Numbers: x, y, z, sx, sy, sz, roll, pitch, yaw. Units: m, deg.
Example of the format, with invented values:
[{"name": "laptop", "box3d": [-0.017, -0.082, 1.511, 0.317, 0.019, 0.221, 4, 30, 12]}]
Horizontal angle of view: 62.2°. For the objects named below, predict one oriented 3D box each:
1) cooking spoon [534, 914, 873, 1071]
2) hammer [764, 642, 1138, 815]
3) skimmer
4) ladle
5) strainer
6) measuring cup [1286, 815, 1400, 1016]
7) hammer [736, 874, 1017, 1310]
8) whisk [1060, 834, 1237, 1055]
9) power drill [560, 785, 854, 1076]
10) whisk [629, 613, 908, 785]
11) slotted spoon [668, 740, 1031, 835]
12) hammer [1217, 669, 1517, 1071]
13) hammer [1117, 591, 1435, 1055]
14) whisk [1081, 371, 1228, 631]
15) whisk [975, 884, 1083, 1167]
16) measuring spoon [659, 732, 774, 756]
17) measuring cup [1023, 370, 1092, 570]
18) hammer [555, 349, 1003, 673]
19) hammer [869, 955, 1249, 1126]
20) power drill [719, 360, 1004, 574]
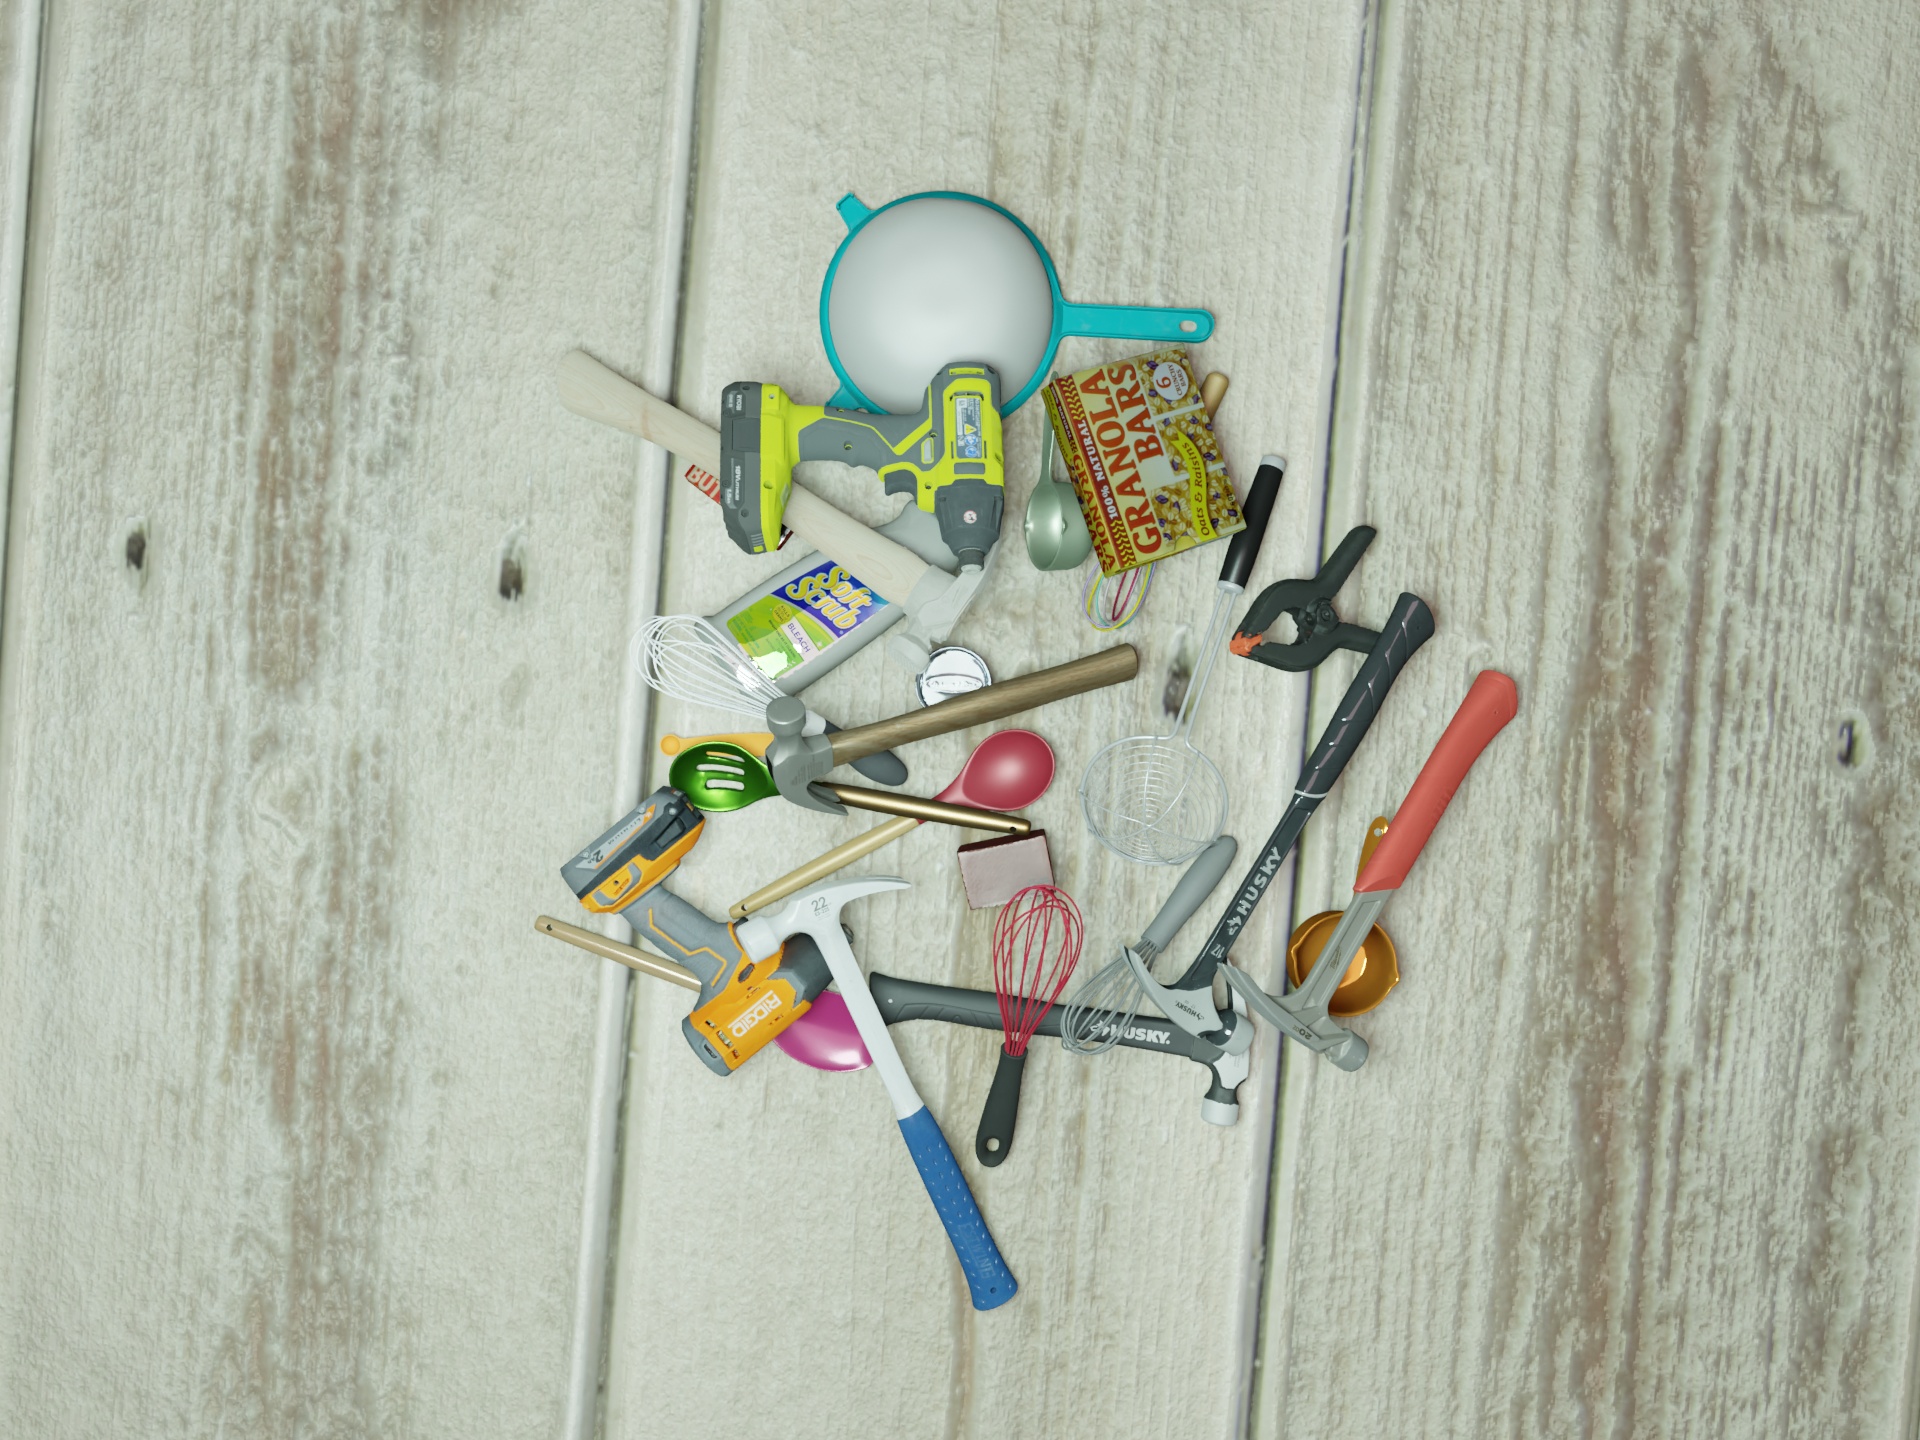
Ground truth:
[{"name": "cooking spoon", "box3d": [-0.221, 0.231, 1.390, 0.319, 0.017, 0.069, 21, 91, 0]}, {"name": "hammer", "box3d": [-0.002, -0.004, 1.320, 0.331, 0.130, 0.031, -17, 48, -18]}, {"name": "skimmer", "box3d": [0.208, -0.052, 1.373, 0.127, 0.090, 0.363, 20, 81, 4]}, {"name": "ladle", "box3d": [-0.061, 0.097, 1.381, 0.315, 0.031, 0.069, -28, 84, 3]}, {"name": "strainer", "box3d": [0.046, -0.347, 1.335, 0.340, 0.095, 0.211, 3, 91, 2]}, {"name": "measuring cup", "box3d": [0.335, 0.166, 1.366, 0.095, 0.052, 0.173, 15, 87, -1]}, {"name": "hammer", "box3d": [-0.041, 0.317, 1.340, 0.144, 0.035, 0.405, -27, 104, -14]}, {"name": "whisk", "box3d": [0.163, 0.187, 1.343, 0.055, 0.055, 0.239, 41, 71, 0]}, {"name": "power drill", "box3d": [-0.208, 0.166, 1.343, 0.164, 0.084, 0.226, -39, 95, -1]}, {"name": "whisk", "box3d": [-0.147, -0.010, 1.306, 0.284, 0.070, 0.070, 31, 92, -35]}, {"name": "slotted spoon", "box3d": [-0.095, 0.066, 1.362, 0.314, 0.031, 0.070, 9, 117, 6]}, {"name": "hammer", "box3d": [0.356, 0.103, 1.321, 0.149, 0.037, 0.359, 38, 76, -17]}, {"name": "hammer", "box3d": [0.277, 0.073, 1.322, 0.149, 0.036, 0.409, 33, 86, -26]}, {"name": "whisk", "box3d": [0.174, -0.186, 1.364, 0.051, 0.047, 0.245, 27, 88, -18]}, {"name": "whisk", "box3d": [0.048, 0.259, 1.326, 0.073, 0.073, 0.295, 10, 117, 0]}, {"name": "measuring spoon", "box3d": [-0.204, 0.021, 1.390, 0.117, 0.011, 0.021, -1, 98, -3]}, {"name": "measuring cup", "box3d": [0.088, -0.209, 1.345, 0.038, 0.083, 0.167, 1, 95, -21]}, {"name": "hammer", "box3d": [-0.161, -0.205, 1.333, 0.411, 0.038, 0.146, 33, 80, 10]}, {"name": "hammer", "box3d": [0.085, 0.254, 1.379, 0.335, 0.035, 0.146, 8, 92, 1]}, {"name": "power drill", "box3d": [-0.076, -0.198, 1.272, 0.223, 0.080, 0.171, -1, 75, -1]}]
